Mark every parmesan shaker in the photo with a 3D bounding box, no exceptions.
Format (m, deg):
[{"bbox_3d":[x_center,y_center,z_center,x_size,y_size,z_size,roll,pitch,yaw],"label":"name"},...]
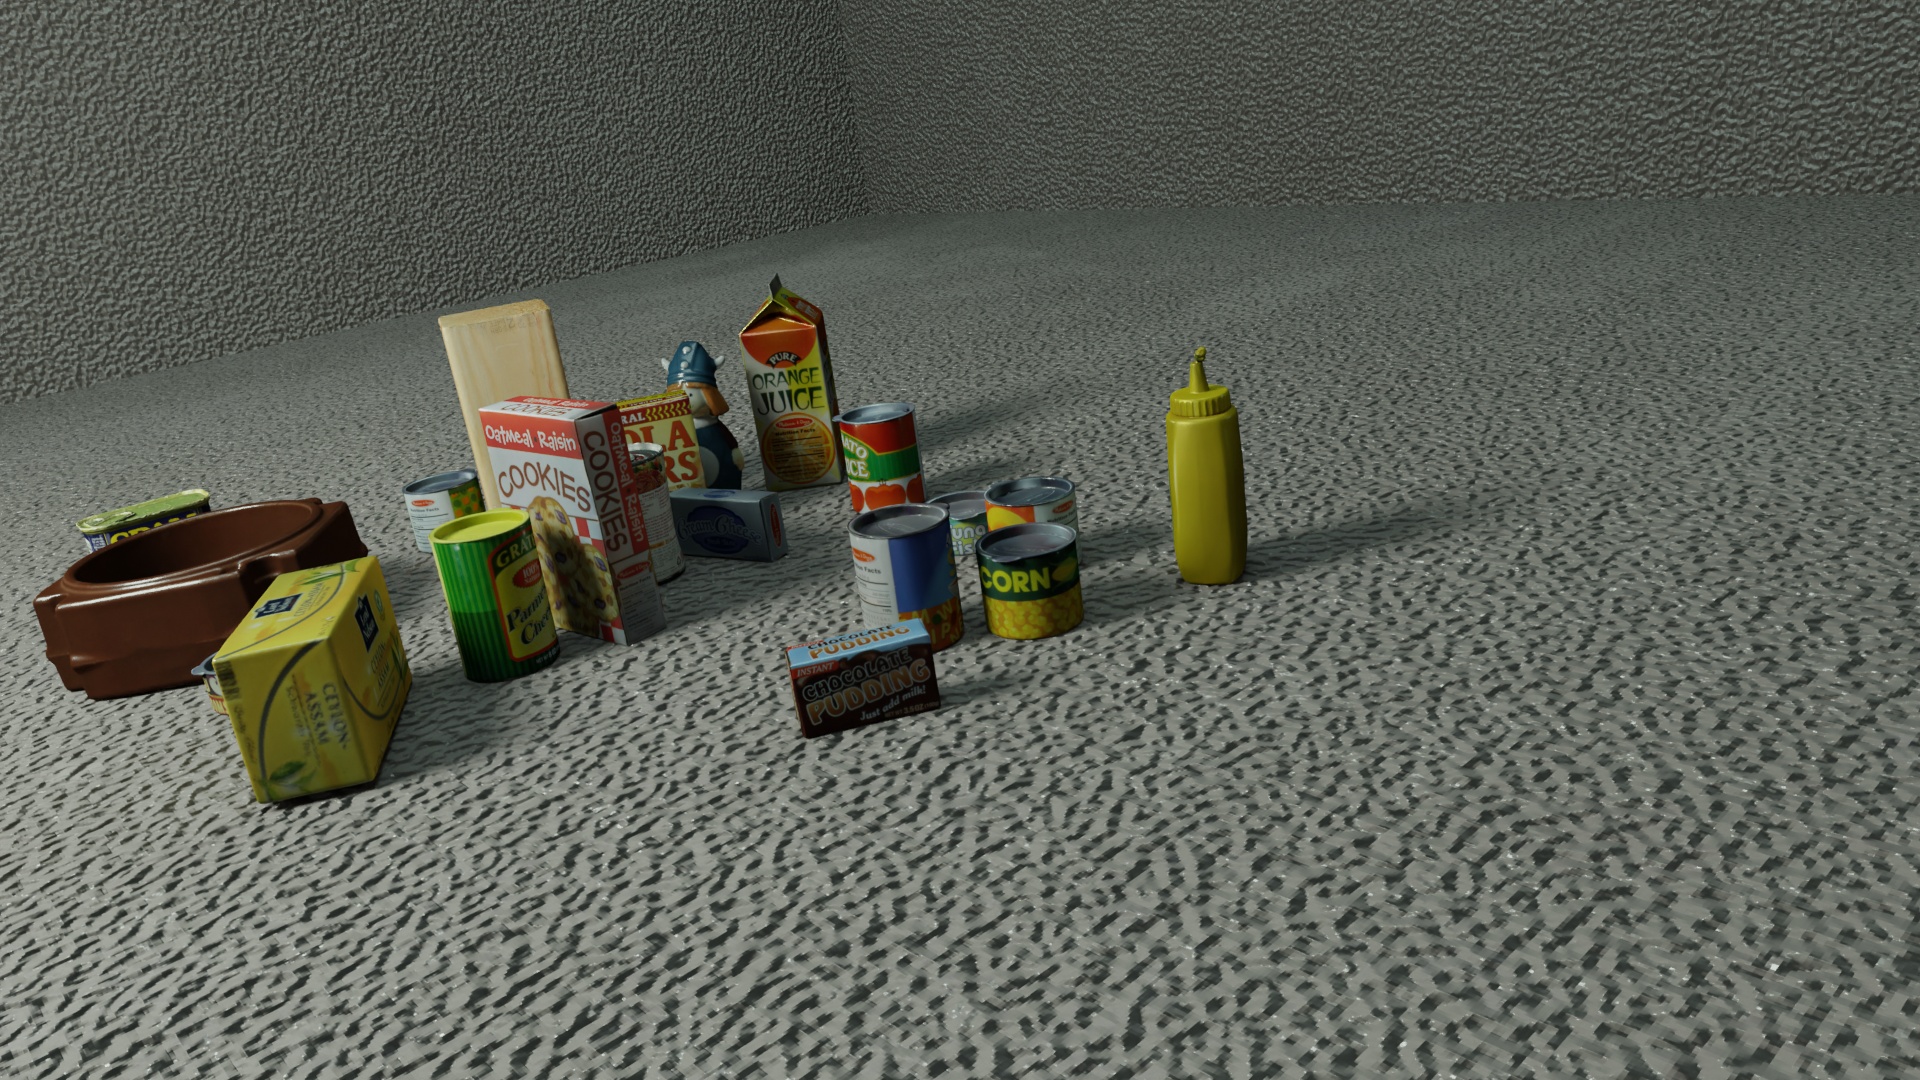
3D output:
[{"bbox_3d":[-0.317,0.036,0.956,0.071,0.102,0.071,-7,19,3],"label":"parmesan shaker"}]

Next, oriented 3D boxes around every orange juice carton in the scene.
[{"bbox_3d":[-0.157,-0.149,1.288,0.073,0.192,0.072,-7,19,2],"label":"orange juice carton"}]

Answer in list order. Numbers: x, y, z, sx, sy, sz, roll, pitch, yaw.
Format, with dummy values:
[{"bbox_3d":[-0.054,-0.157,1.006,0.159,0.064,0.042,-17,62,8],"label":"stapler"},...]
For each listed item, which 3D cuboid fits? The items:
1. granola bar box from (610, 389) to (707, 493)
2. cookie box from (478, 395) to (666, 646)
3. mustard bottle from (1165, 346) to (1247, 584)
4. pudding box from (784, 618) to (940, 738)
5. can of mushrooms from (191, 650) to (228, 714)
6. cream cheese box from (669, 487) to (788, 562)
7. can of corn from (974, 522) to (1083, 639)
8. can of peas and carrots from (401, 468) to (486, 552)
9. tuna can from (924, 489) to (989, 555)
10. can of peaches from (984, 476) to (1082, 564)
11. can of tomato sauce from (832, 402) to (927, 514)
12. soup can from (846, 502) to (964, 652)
[{"bbox_3d":[-0.299,-0.050,1.164,0.166,0.123,0.039,-13,19,-15],"label":"granola bar box"},{"bbox_3d":[-0.278,-0.017,0.995,0.123,0.166,0.040,8,25,40],"label":"cookie box"},{"bbox_3d":[0.164,-0.052,0.931,0.049,0.159,0.065,-2,20,19],"label":"mustard bottle"},{"bbox_3d":[-0.056,0.079,0.809,0.084,0.049,0.030,-12,19,-11],"label":"pudding box"},{"bbox_3d":[-0.492,0.094,0.967,0.071,0.033,0.071,-7,19,3],"label":"can of mushrooms"},{"bbox_3d":[-0.190,-0.014,1.124,0.104,0.053,0.024,4,22,31],"label":"cream cheese box"},{"bbox_3d":[0.045,0.027,0.906,0.071,0.058,0.071,-7,19,3],"label":"can of corn"},{"bbox_3d":[-0.466,-0.027,1.267,0.071,0.058,0.071,-7,19,3],"label":"can of peas and carrots"},{"bbox_3d":[0.004,-0.014,1.078,0.071,0.032,0.071,-7,19,3],"label":"tuna can"},{"bbox_3d":[0.052,-0.010,1.010,0.071,0.058,0.071,-7,19,3],"label":"can of peaches"},{"bbox_3d":[-0.068,-0.070,1.194,0.071,0.082,0.071,-7,19,3],"label":"can of tomato sauce"},{"bbox_3d":[-0.032,0.024,0.906,0.071,0.083,0.071,-7,19,3],"label":"soup can"}]
